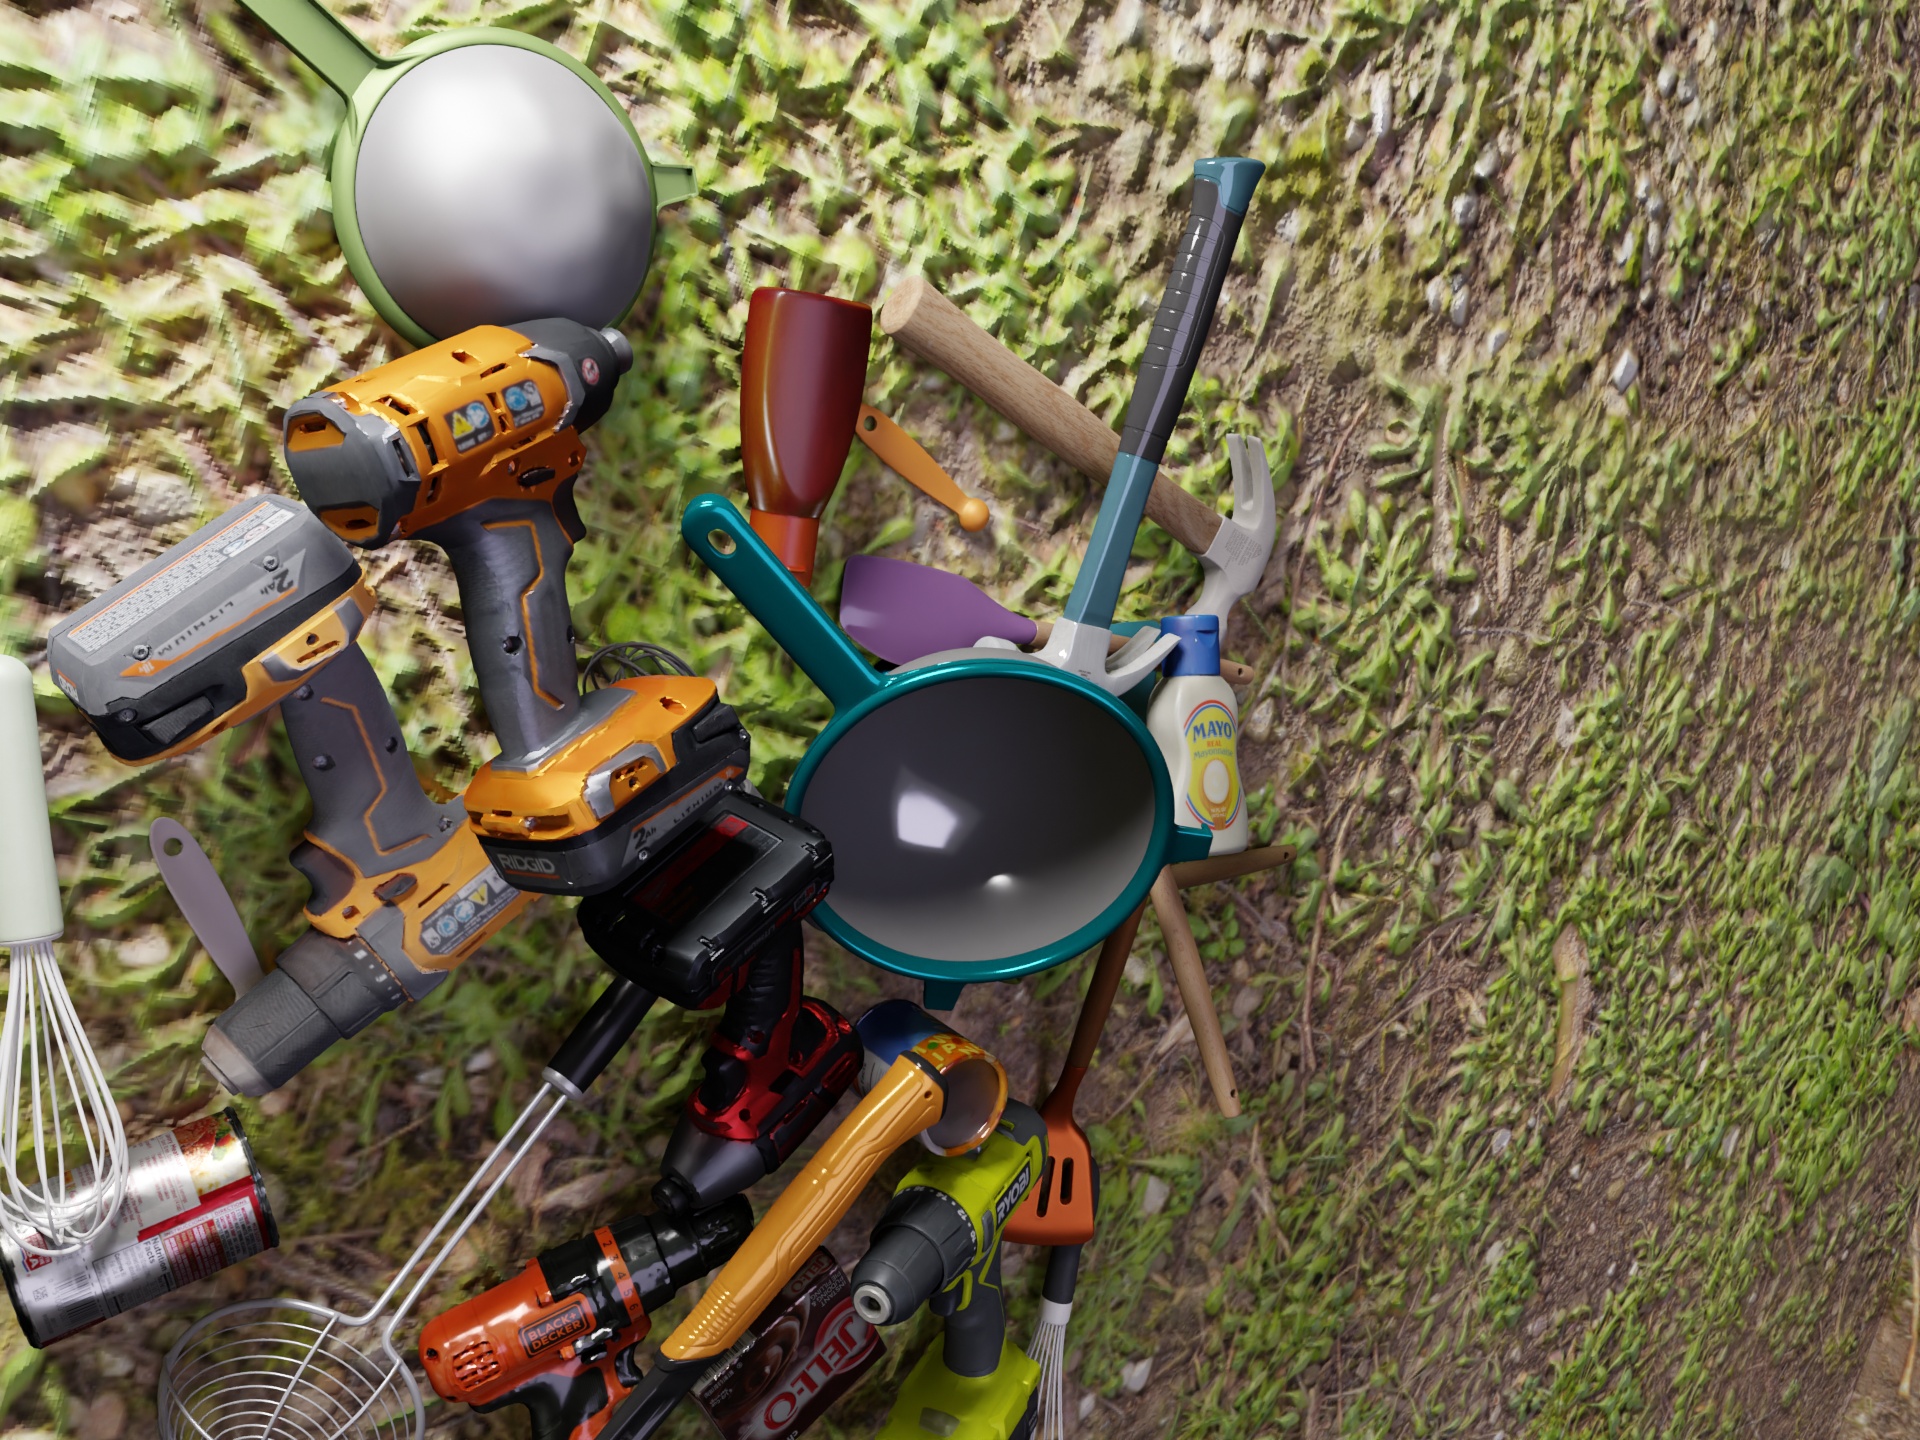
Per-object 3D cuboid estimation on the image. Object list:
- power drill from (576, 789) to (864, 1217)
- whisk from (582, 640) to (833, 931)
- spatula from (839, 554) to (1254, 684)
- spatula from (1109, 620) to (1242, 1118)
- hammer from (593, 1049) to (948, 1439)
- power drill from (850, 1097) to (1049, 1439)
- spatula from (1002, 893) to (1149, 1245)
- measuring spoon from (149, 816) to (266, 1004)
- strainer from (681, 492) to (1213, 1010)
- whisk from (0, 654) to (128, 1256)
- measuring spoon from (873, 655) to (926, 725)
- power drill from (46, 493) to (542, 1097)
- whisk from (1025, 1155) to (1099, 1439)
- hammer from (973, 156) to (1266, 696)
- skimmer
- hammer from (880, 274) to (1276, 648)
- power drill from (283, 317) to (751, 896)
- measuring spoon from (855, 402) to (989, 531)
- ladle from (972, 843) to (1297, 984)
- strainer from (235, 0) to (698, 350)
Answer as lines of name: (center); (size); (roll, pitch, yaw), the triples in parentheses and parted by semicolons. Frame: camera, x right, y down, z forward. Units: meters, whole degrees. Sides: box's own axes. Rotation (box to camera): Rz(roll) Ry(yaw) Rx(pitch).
power drill: (-0.120, 0.156, 0.827); (0.143, 0.079, 0.219); (-42, 143, -36)
whisk: (-0.123, 0.042, 0.848); (0.055, 0.055, 0.238); (-46, 131, -17)
spatula: (0.062, -0.047, 0.967); (0.315, 0.018, 0.060); (8, 86, -35)
spatula: (0.131, 0.095, 1.008); (0.082, 0.044, 0.317); (-12, 82, -35)
hammer: (-0.129, 0.305, 0.828); (0.337, 0.034, 0.127); (-48, 122, -17)
power drill: (-0.009, 0.369, 0.977); (0.190, 0.080, 0.228); (-34, 128, -59)
spatula: (0.084, 0.205, 1.018); (0.081, 0.041, 0.322); (8, 117, -12)
measuring spoon: (-0.337, 0.098, 0.723); (0.034, 0.018, 0.124); (-35, 116, -38)
strainer: (-0.030, -0.005, 0.852); (0.211, 0.095, 0.340); (-33, 118, 14)
whisk: (-0.376, 0.096, 0.646); (0.059, 0.058, 0.246); (-12, 97, -66)
measuring spoon: (-0.001, -0.003, 0.938); (0.128, 0.021, 0.042); (21, 90, -38)
power drill: (-0.292, 0.041, 0.691); (0.185, 0.084, 0.226); (-43, 129, -25)
whisk: (0.060, 0.438, 1.104); (0.070, 0.070, 0.284); (9, 94, -39)
hammer: (0.107, -0.166, 0.922); (0.128, 0.033, 0.331); (12, 99, -36)
skimmer: (-0.250, 0.236, 0.814); (0.127, 0.090, 0.363); (42, 64, -11)
hammer: (0.081, -0.164, 0.947); (0.331, 0.031, 0.130); (29, 86, -39)
power drill: (-0.172, -0.057, 0.688); (0.164, 0.084, 0.226); (-43, 124, -45)
measuring spoon: (-0.021, -0.141, 0.889); (0.116, 0.011, 0.021); (36, 81, -38)
ladle: (0.125, 0.111, 1.050); (0.320, 0.062, 0.078); (-6, 97, -39)
strainer: (-0.221, -0.252, 0.665); (0.256, 0.069, 0.151); (40, 79, -39)
